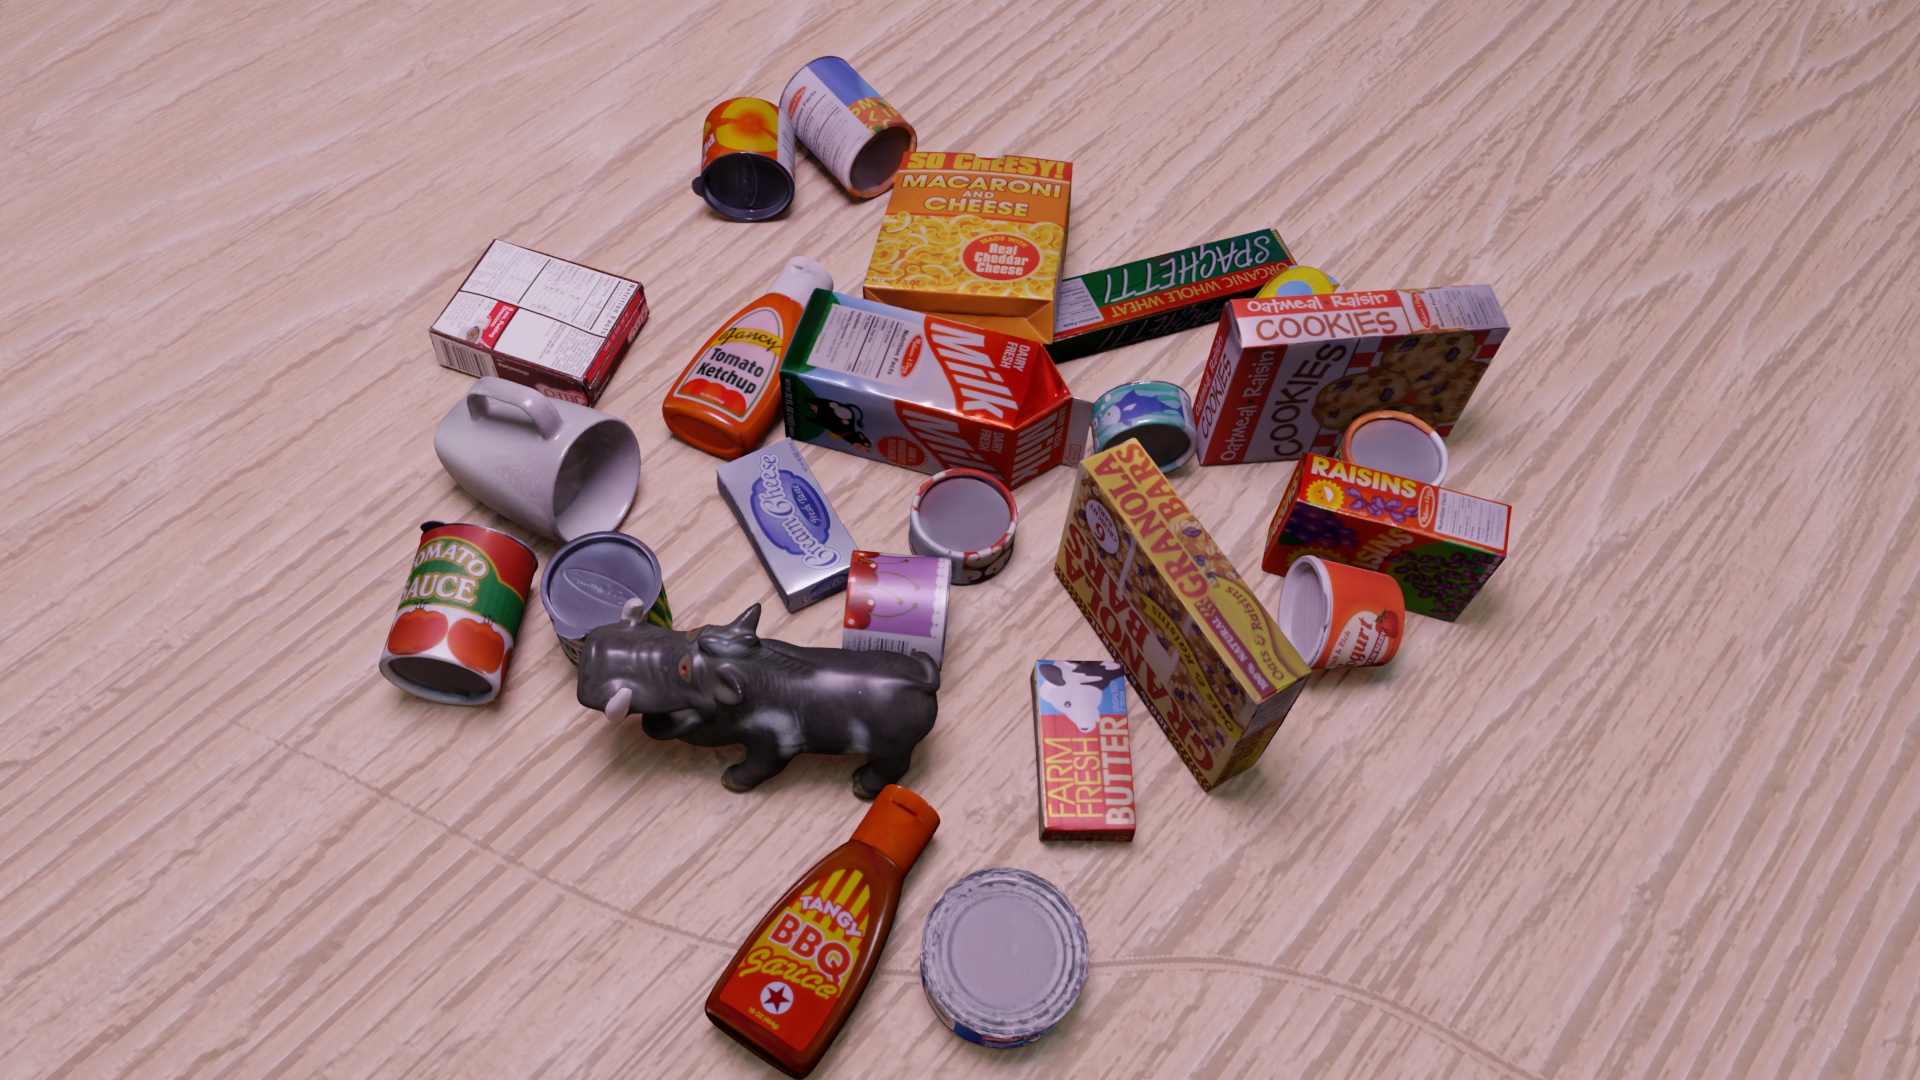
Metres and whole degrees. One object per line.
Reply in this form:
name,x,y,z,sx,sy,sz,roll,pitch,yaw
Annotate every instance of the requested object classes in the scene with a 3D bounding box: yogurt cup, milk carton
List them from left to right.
milk carton,-0.012,-0.090,0.877,0.191,0.072,0.074,14,59,6
yogurt cup,0.224,0.045,0.817,0.054,0.072,0.073,6,58,-10

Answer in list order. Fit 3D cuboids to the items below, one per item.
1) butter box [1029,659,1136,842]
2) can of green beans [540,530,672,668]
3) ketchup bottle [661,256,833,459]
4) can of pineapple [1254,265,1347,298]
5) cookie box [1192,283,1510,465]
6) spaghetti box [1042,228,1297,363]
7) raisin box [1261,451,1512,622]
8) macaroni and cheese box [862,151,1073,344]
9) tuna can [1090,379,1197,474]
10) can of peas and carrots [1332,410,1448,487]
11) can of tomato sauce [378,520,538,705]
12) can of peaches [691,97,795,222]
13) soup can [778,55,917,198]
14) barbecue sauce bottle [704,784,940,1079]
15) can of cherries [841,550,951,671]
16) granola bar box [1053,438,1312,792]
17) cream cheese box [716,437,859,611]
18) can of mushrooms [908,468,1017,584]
butter box,0.069,0.118,0.783,0.053,0.024,0.104,0,58,-3
can of green beans,-0.201,0.037,0.793,0.071,0.057,0.071,2,58,-3
ketchup bottle,-0.132,-0.123,0.906,0.065,0.043,0.149,22,59,10
can of pineapple,0.220,-0.142,0.929,0.071,0.070,0.058,33,62,15
cookie box,0.238,-0.103,0.872,0.168,0.122,0.040,-5,58,-7
spaghetti box,0.115,-0.163,0.956,0.251,0.028,0.050,-16,61,-13
raisin box,0.253,-0.002,0.833,0.123,0.085,0.040,15,61,5
macaroni and cheese box,0.010,-0.203,0.943,0.124,0.040,0.167,5,47,5
tuna can,0.113,-0.069,0.876,0.071,0.070,0.033,-2,59,-5
can of peas and carrots,0.263,-0.040,0.873,0.071,0.058,0.071,2,58,-3
can of tomato sauce,-0.282,0.041,0.779,0.071,0.070,0.083,6,59,0
can of peaches,-0.152,-0.269,0.981,0.071,0.071,0.058,-1,58,-4
soup can,-0.079,-0.299,1.006,0.071,0.071,0.084,-33,67,-21
barbecue sauce bottle,-0.064,0.195,0.715,0.065,0.043,0.149,29,61,13
can of cherries,-0.036,0.038,0.799,0.058,0.071,0.072,5,58,-1
granola bar box,0.118,0.042,0.774,0.039,0.123,0.166,-24,63,-18
cream cheese box,-0.104,-0.010,0.850,0.053,0.024,0.104,-25,63,-17
can of mushrooms,0.003,-0.011,0.852,0.071,0.033,0.071,1,58,-2
